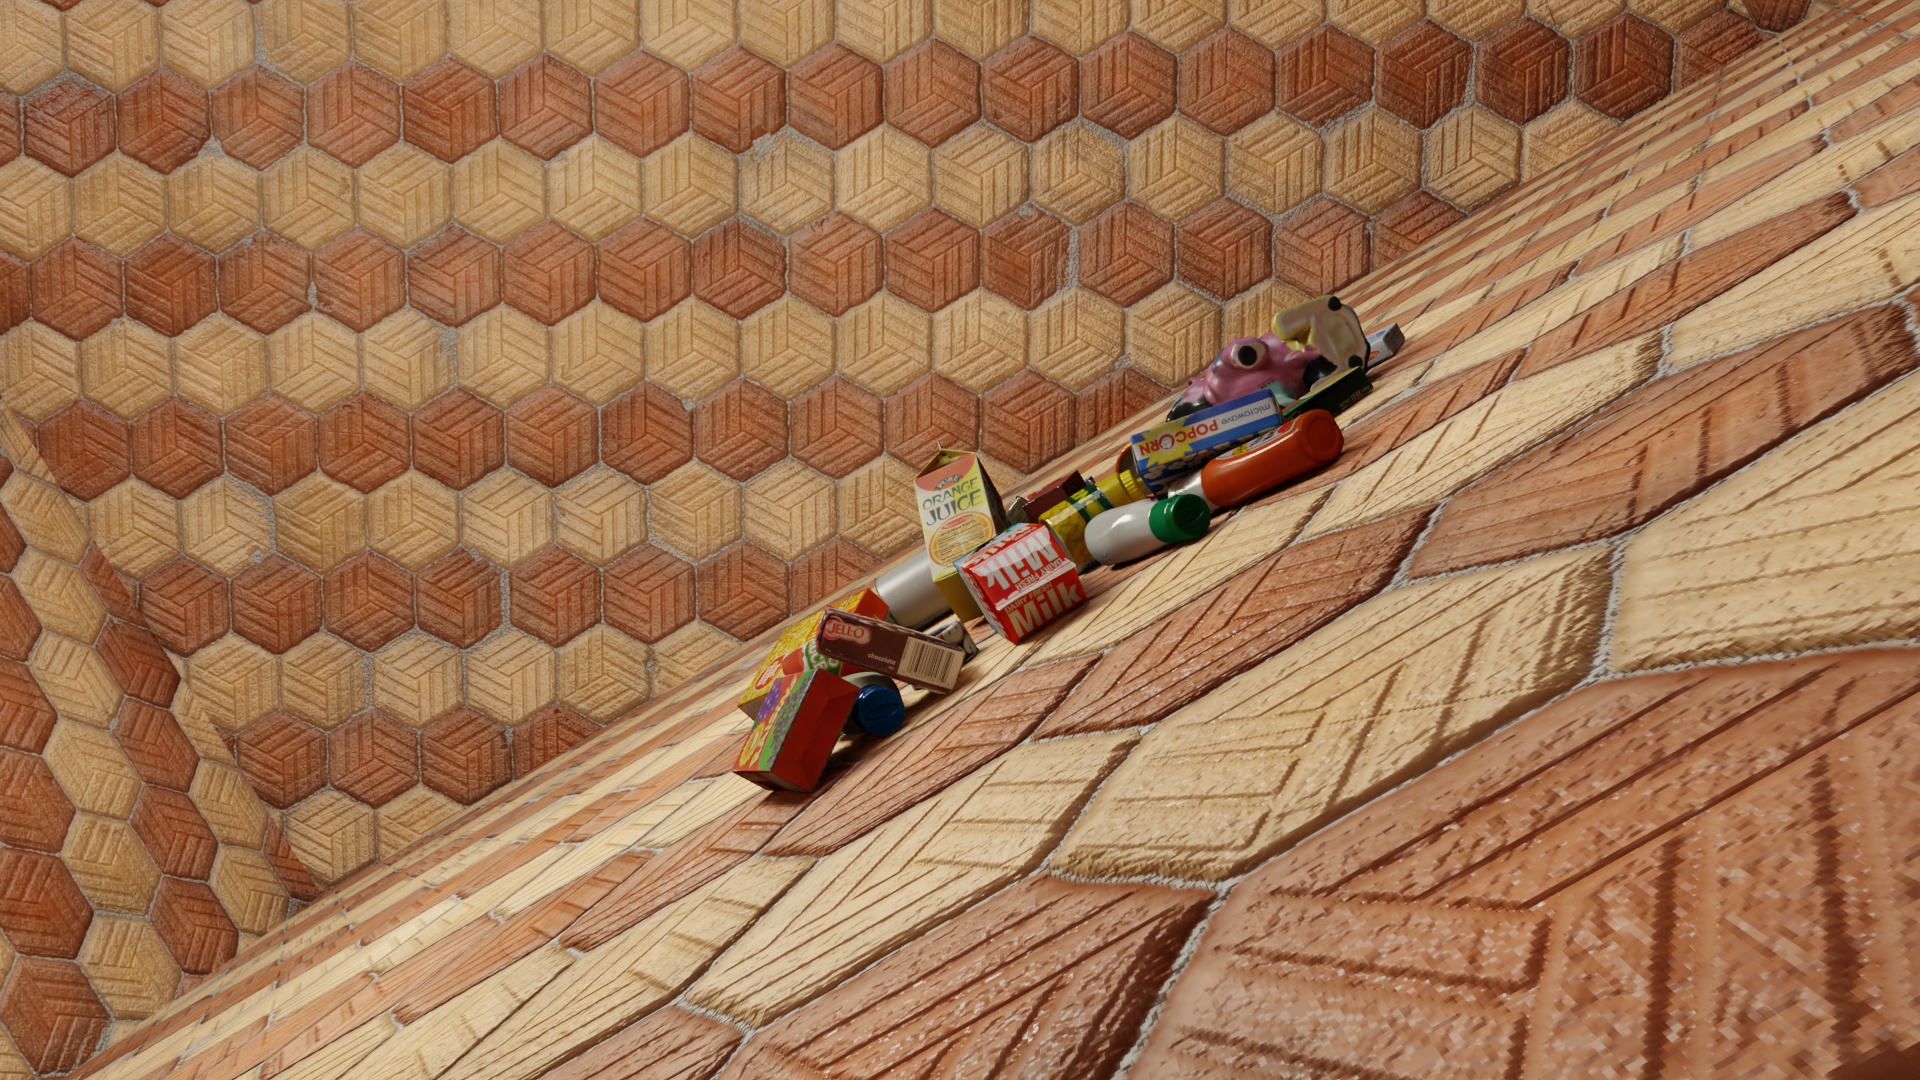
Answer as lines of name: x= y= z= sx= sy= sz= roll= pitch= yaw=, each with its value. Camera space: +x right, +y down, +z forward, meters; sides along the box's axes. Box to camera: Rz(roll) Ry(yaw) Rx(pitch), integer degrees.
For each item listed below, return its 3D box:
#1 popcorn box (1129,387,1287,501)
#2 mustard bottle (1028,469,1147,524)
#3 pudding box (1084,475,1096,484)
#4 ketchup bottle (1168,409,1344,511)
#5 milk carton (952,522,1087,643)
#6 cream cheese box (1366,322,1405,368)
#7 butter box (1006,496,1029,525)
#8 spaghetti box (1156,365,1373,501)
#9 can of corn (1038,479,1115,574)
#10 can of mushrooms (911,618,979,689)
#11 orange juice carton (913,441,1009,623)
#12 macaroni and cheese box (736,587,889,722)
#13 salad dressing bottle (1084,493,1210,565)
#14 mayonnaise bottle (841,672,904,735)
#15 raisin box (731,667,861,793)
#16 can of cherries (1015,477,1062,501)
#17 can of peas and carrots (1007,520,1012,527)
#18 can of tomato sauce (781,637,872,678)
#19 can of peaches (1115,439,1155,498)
popcorn box: x=0.216 y=-0.079 z=1.185 sx=0.126 sy=0.038 sz=0.085 roll=-19 pitch=-22 yaw=15
mustard bottle: x=0.147 y=-0.036 z=1.483 sx=0.160 sy=0.049 sz=0.065 roll=-30 pitch=5 yaw=13
pudding box: x=0.140 y=-0.038 z=1.570 sx=0.030 sy=0.049 sz=0.084 roll=-28 pitch=5 yaw=23
ketchup bottle: x=0.235 y=-0.057 z=1.126 sx=0.148 sy=0.043 sz=0.065 roll=-28 pitch=1 yaw=44
milk carton: x=0.049 y=0.034 z=1.156 sx=0.072 sy=0.073 sz=0.190 roll=-31 pitch=4 yaw=-4
cream cheese box: x=0.462 y=-0.213 z=1.551 sx=0.053 sy=0.024 sz=0.104 roll=-27 pitch=5 yaw=31
butter box: x=0.043 y=0.000 z=1.499 sx=0.103 sy=0.024 sz=0.053 roll=-55 pitch=-3 yaw=1
spaghetti box: x=0.287 y=-0.093 z=1.304 sx=0.251 sy=0.028 sz=0.050 roll=-32 pitch=3 yaw=-24
can of corn: x=0.112 y=-0.012 z=1.285 sx=0.058 sy=0.071 sz=0.071 roll=-32 pitch=4 yaw=-8
can of mushrooms: x=-0.021 y=0.097 z=1.183 sx=0.071 sy=0.033 sz=0.071 roll=-30 pitch=4 yaw=2
orange juice carton: x=0.005 y=-0.017 z=1.387 sx=0.073 sy=0.071 sz=0.193 roll=-24 pitch=42 yaw=10
macaroni and cheese box: x=-0.162 y=0.130 z=1.539 sx=0.166 sy=0.040 sz=0.124 roll=-27 pitch=26 yaw=44
salad dressing bottle: x=0.155 y=-0.011 z=1.154 sx=0.064 sy=0.044 sz=0.147 roll=-37 pitch=7 yaw=-21
mayonnaise bottle: x=-0.077 y=0.131 z=1.107 sx=0.065 sy=0.041 sz=0.148 roll=-21 pitch=3 yaw=-14
raisin box: x=-0.127 y=0.146 z=1.058 sx=0.123 sy=0.040 sz=0.086 roll=-22 pitch=42 yaw=65
can of cherries: x=0.105 y=-0.033 z=1.614 sx=0.058 sy=0.071 sz=0.072 roll=-29 pitch=4 yaw=23
can of peas and carrots: x=0.041 y=0.021 z=1.437 sx=0.059 sy=0.071 sz=0.071 roll=-32 pitch=3 yaw=-2
can of tomato sauce: x=-0.129 y=0.124 z=1.395 sx=0.083 sy=0.071 sz=0.071 roll=-30 pitch=3 yaw=16
can of peaches: x=0.203 y=-0.081 z=1.520 sx=0.071 sy=0.071 sz=0.058 roll=-30 pitch=4 yaw=17
